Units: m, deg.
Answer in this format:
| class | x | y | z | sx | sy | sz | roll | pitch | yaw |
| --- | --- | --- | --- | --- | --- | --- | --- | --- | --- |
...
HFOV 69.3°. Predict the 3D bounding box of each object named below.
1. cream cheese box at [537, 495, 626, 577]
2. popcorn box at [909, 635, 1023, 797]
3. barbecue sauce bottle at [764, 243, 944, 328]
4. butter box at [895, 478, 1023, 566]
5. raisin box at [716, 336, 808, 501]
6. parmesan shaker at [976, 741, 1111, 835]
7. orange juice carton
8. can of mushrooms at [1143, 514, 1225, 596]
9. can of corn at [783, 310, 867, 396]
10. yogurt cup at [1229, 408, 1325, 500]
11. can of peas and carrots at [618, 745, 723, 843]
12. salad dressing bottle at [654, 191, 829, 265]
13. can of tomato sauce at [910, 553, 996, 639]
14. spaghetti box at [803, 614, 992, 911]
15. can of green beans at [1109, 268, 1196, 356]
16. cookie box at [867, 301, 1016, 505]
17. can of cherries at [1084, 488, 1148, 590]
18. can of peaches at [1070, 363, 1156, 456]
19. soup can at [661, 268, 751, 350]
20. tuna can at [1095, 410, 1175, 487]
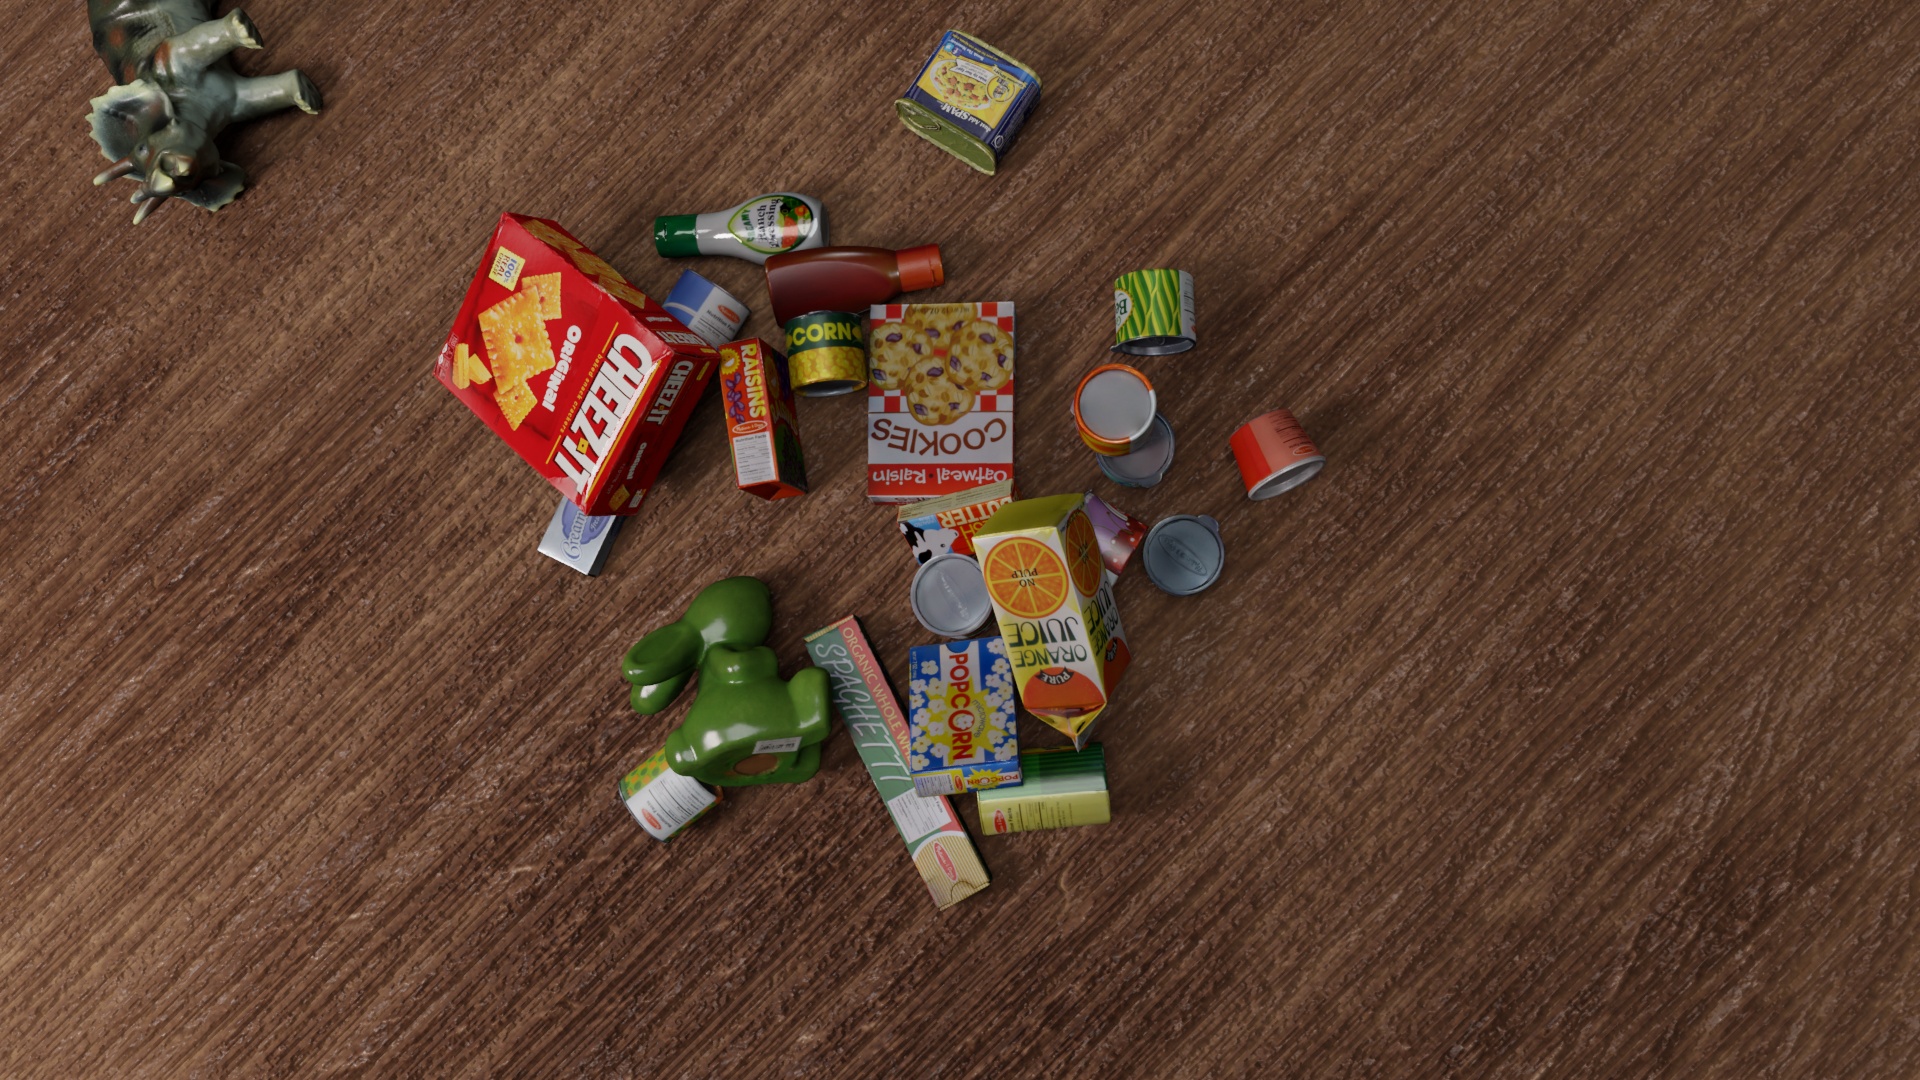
| class | x | y | z | sx | sy | sz | roll | pitch | yaw |
| --- | --- | --- | --- | --- | --- | --- | --- | --- | --- |
| cream cheese box | -0.319 | -0.026 | 1.205 | 0.053 | 0.024 | 0.104 | 24 | 86 | 9 |
| popcorn box | 0.003 | 0.140 | 1.112 | 0.085 | 0.038 | 0.127 | -8 | 46 | 5 |
| barbecue sauce bottle | -0.089 | -0.224 | 1.188 | 0.149 | 0.064 | 0.044 | -10 | 39 | -1 |
| butter box | 0.004 | -0.014 | 1.146 | 0.103 | 0.053 | 0.024 | -13 | 39 | 16 |
| raisin box | -0.166 | -0.100 | 1.166 | 0.040 | 0.086 | 0.123 | -10 | 83 | 10 |
| parmesan shaker | 0.067 | 0.201 | 1.120 | 0.103 | 0.071 | 0.071 | -6 | 83 | 4 |
| orange juice carton | 0.079 | 0.066 | 1.095 | 0.073 | 0.072 | 0.192 | -9 | 109 | 27 |
| can of mushrooms | 0.185 | 0.011 | 1.143 | 0.071 | 0.033 | 0.071 | -1 | 83 | 7 |
| can of corn | -0.114 | -0.157 | 1.174 | 0.071 | 0.071 | 0.058 | -7 | 84 | 5 |
| yogurt cup | 0.255 | -0.071 | 1.131 | 0.072 | 0.072 | 0.054 | -25 | 74 | 3 |
| can of peas and carrots | -0.239 | 0.205 | 1.151 | 0.059 | 0.071 | 0.071 | -38 | 81 | 1 |
| salad dressing bottle | -0.190 | -0.268 | 1.209 | 0.148 | 0.044 | 0.064 | -3 | 84 | 6 |
| can of tomato sauce | -0.001 | 0.045 | 1.133 | 0.071 | 0.083 | 0.071 | -1 | 84 | 6 |
| spaghetti box | -0.052 | 0.181 | 1.151 | 0.050 | 0.028 | 0.250 | -28 | 82 | 2 |
| can of green beans | 0.161 | -0.188 | 1.152 | 0.071 | 0.071 | 0.058 | -2 | 83 | 6 |
| cookie box | -0.015 | -0.115 | 1.175 | 0.123 | 0.040 | 0.167 | 0 | 83 | 5 |
| can of cherries | 0.114 | 0.000 | 1.135 | 0.058 | 0.071 | 0.071 | 31 | 88 | 8 |
| can of peaches | 0.122 | -0.105 | 1.116 | 0.071 | 0.058 | 0.071 | -1 | 84 | 6 |
| soup can | -0.231 | -0.182 | 1.194 | 0.071 | 0.071 | 0.084 | 33 | 89 | 8 |
| tuna can | 0.147 | -0.076 | 1.157 | 0.071 | 0.033 | 0.071 | -1 | 84 | 6 |
